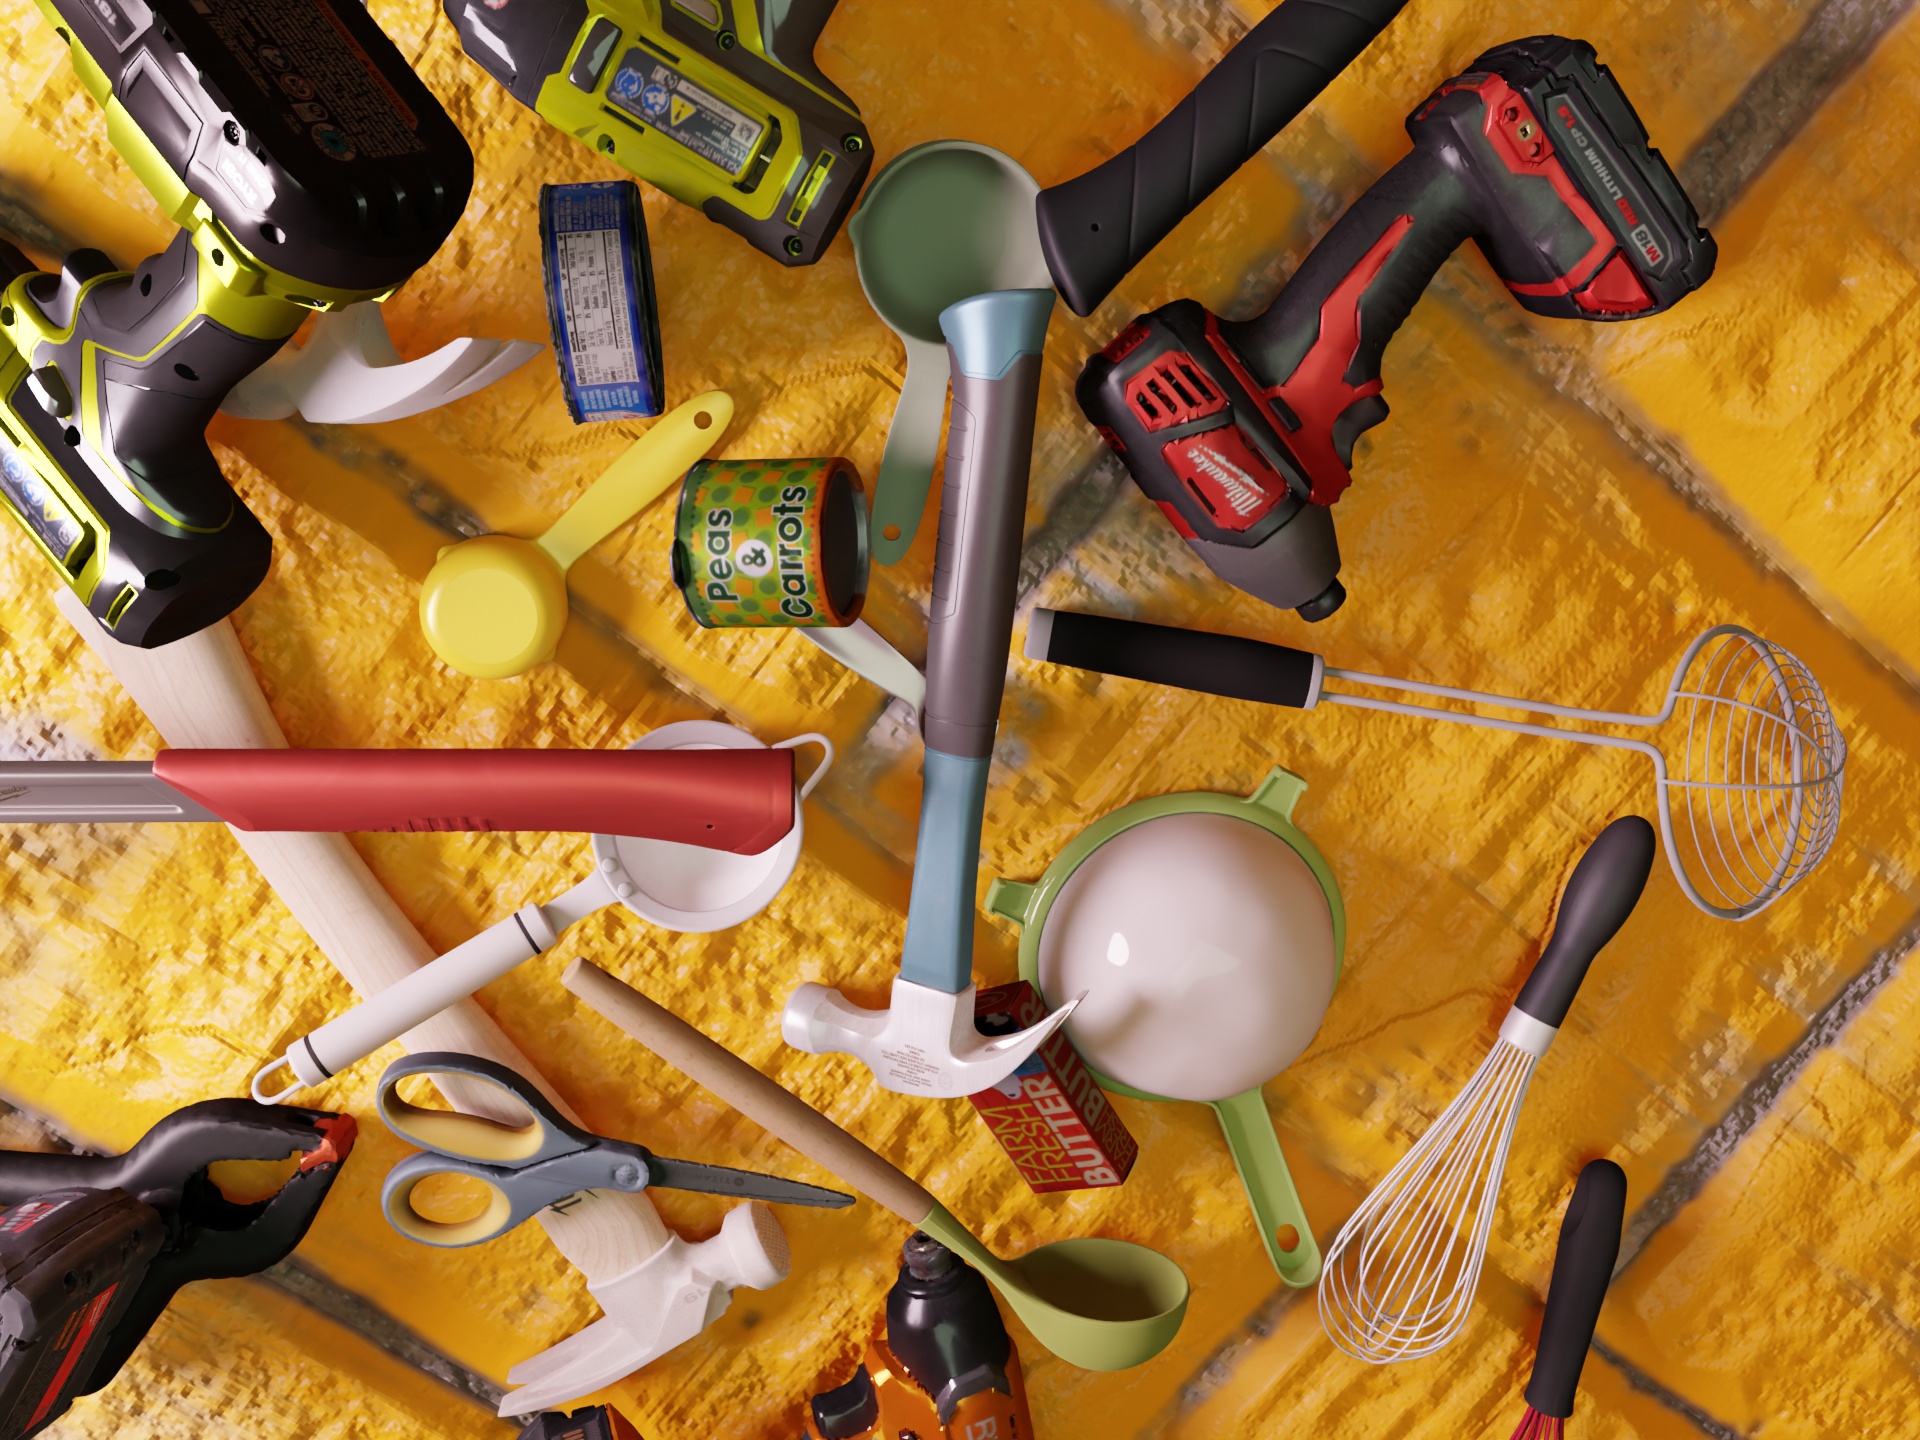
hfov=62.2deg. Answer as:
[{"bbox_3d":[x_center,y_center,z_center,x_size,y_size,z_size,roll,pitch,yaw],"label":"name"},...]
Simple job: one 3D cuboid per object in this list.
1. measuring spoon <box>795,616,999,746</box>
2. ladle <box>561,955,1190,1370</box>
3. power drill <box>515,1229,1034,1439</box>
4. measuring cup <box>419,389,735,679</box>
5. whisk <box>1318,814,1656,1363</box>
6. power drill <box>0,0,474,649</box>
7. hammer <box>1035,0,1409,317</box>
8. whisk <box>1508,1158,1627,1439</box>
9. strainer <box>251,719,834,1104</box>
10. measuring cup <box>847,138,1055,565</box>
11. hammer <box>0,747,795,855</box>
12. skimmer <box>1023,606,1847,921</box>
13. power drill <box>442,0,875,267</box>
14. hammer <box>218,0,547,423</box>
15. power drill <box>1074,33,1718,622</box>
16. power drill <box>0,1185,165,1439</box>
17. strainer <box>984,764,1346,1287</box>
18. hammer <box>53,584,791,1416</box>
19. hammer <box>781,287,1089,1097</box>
[{"bbox_3d":[-0.036,-0.028,0.666,0.124,0.018,0.034,37,98,-8],"label":"measuring spoon"},{"bbox_3d":[-0.028,0.182,0.669,0.320,0.078,0.062,40,85,-20],"label":"ladle"},{"bbox_3d":[-0.077,0.327,0.709,0.226,0.084,0.164,-15,107,-17],"label":"power drill"},{"bbox_3d":[-0.149,-0.076,0.627,0.156,0.029,0.062,-40,106,7],"label":"measuring cup"},{"bbox_3d":[0.245,0.171,0.732,0.070,0.070,0.284,24,96,-13],"label":"whisk"},{"bbox_3d":[-0.277,-0.154,0.522,0.228,0.080,0.190,-36,93,36],"label":"power drill"},{"bbox_3d":[0.185,-0.295,0.574,0.409,0.036,0.149,-43,94,1],"label":"hammer"},{"bbox_3d":[0.286,0.355,0.787,0.073,0.073,0.296,8,99,-9],"label":"whisk"},{"bbox_3d":[-0.164,0.078,0.639,0.258,0.050,0.087,-31,82,-13],"label":"strainer"},{"bbox_3d":[-0.014,-0.143,0.627,0.083,0.038,0.167,9,116,-12],"label":"measuring cup"},{"bbox_3d":[-0.241,0.019,0.583,0.359,0.037,0.149,0,132,-6],"label":"hammer"},{"bbox_3d":[0.206,0.000,0.688,0.363,0.090,0.127,10,81,2],"label":"skimmer"},{"bbox_3d":[-0.074,-0.298,0.552,0.171,0.080,0.223,30,103,-6],"label":"power drill"},{"bbox_3d":[-0.203,-0.304,0.533,0.144,0.035,0.405,9,102,28],"label":"hammer"},{"bbox_3d":[0.169,-0.146,0.625,0.219,0.079,0.143,-39,106,7],"label":"power drill"},{"bbox_3d":[-0.435,0.174,0.621,0.227,0.080,0.188,32,100,4],"label":"power drill"},{"bbox_3d":[0.122,0.158,0.704,0.151,0.069,0.256,-21,105,-1],"label":"strainer"},{"bbox_3d":[-0.240,0.116,0.668,0.146,0.038,0.410,-31,106,4],"label":"hammer"},{"bbox_3d":[-0.001,-0.002,0.628,0.128,0.033,0.331,13,108,24],"label":"hammer"}]
